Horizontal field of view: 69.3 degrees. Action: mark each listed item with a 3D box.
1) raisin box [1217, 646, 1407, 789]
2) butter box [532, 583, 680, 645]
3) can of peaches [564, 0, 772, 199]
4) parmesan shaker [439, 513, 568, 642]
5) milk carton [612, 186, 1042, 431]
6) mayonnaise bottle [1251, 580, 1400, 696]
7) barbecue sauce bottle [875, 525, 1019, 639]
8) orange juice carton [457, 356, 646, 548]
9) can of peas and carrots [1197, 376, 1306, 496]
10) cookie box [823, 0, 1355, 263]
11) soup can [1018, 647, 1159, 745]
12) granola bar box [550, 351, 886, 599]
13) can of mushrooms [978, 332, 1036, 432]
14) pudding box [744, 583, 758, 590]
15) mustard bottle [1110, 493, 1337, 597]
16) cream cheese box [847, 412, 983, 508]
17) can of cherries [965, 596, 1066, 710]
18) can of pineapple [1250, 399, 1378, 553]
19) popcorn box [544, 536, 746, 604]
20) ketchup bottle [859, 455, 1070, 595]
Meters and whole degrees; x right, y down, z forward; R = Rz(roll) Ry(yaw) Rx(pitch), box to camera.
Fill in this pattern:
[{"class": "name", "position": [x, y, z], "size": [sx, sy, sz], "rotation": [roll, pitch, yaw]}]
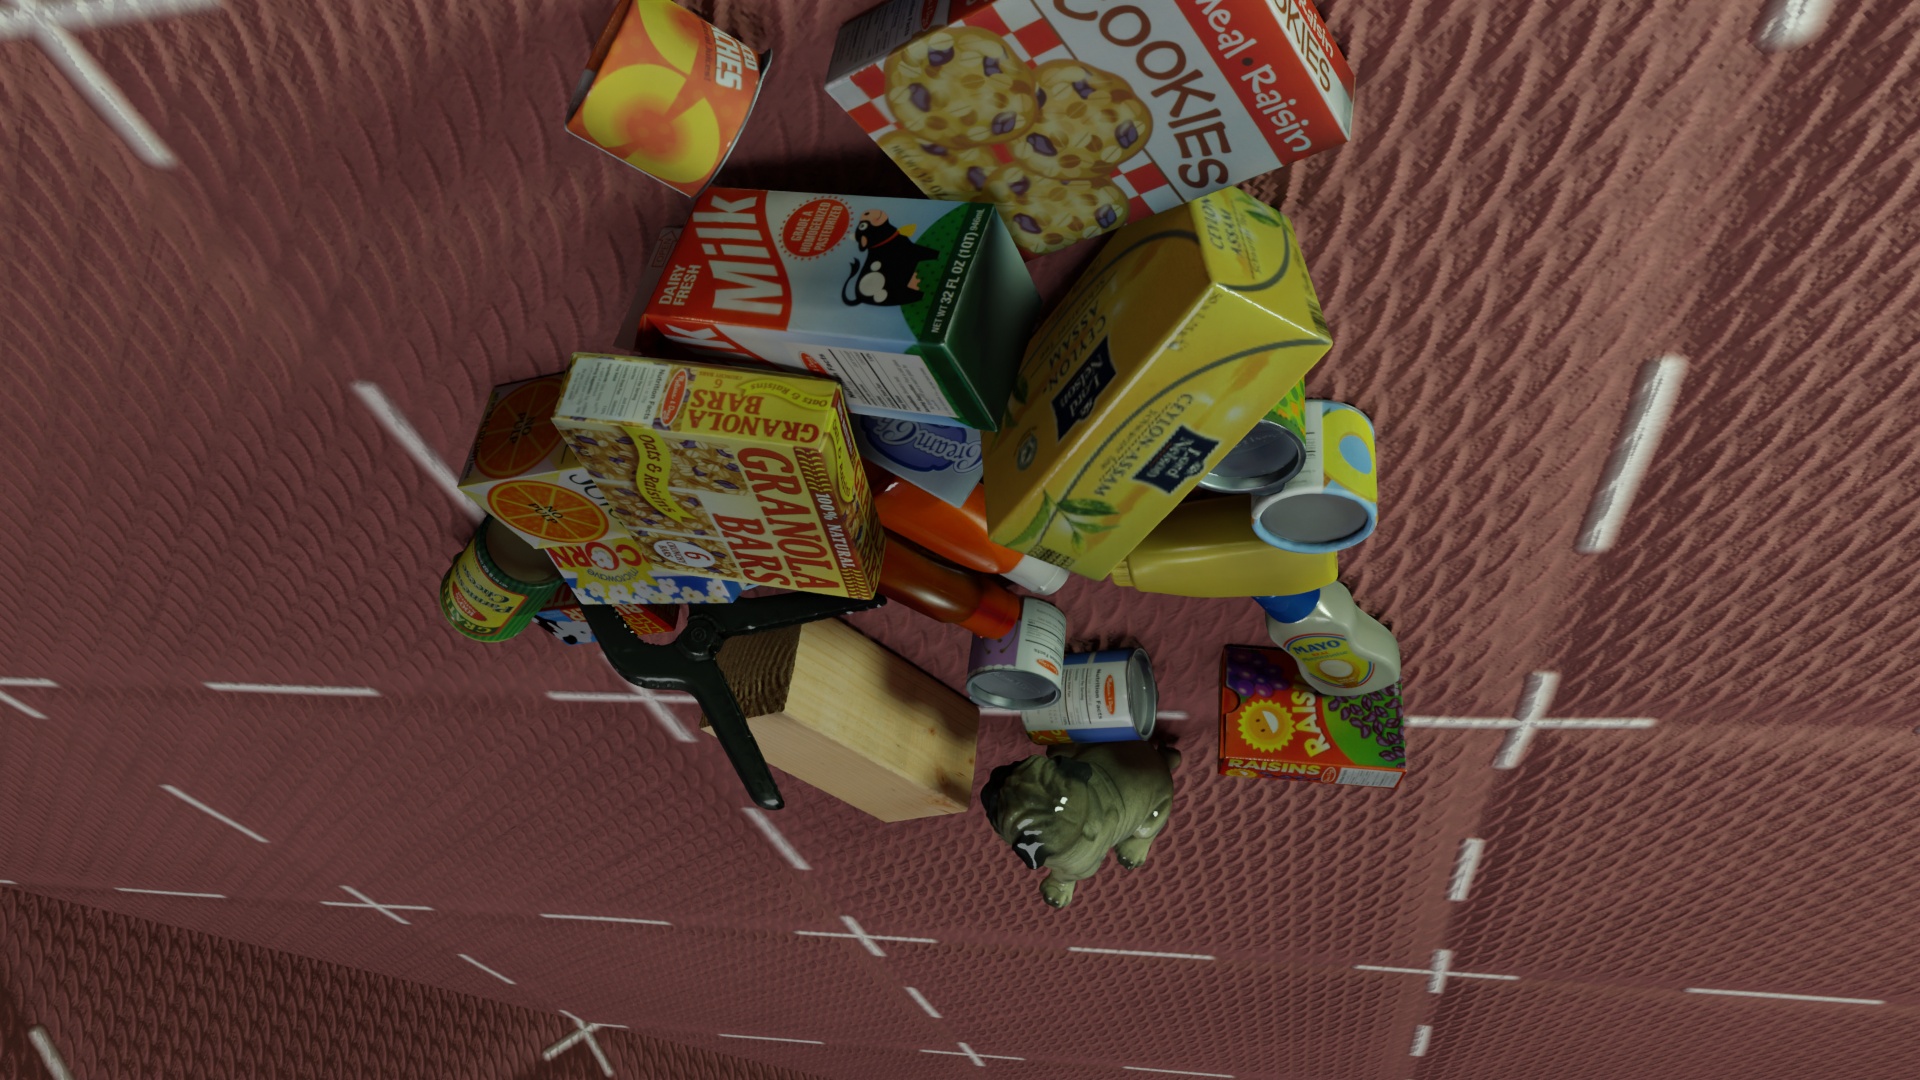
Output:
[{"class": "raisin box", "position": [0.242, 0.123, 0.965], "size": [0.123, 0.086, 0.040], "rotation": [4, 151, 7]}, {"class": "butter box", "position": [-0.262, 0.051, 1.020], "size": [0.103, 0.024, 0.053], "rotation": [-9, 146, 26]}, {"class": "can of peaches", "position": [-0.118, -0.182, 0.557], "size": [0.058, 0.071, 0.071], "rotation": [25, 145, -25]}, {"class": "parmesan shaker", "position": [-0.307, 0.019, 0.938], "size": [0.071, 0.071, 0.102], "rotation": [23, 146, -23]}, {"class": "milk carton", "position": [-0.069, -0.107, 0.626], "size": [0.190, 0.072, 0.073], "rotation": [9, 158, 24]}, {"class": "mayonnaise bottle", "position": [0.229, 0.054, 0.895], "size": [0.064, 0.041, 0.148], "rotation": [-15, 143, 33]}, {"class": "barbecue sauce bottle", "position": [-0.024, 0.024, 0.893], "size": [0.148, 0.043, 0.065], "rotation": [28, -179, -39]}, {"class": "orange juice carton", "position": [-0.178, -0.052, 0.781], "size": [0.192, 0.072, 0.073], "rotation": [-7, 147, 24]}, {"class": "can of peas and carrots", "position": [0.142, -0.064, 0.701], "size": [0.071, 0.059, 0.070], "rotation": [6, 150, 3]}, {"class": "cookie box", "position": [0.051, -0.181, 0.545], "size": [0.167, 0.040, 0.122], "rotation": [-14, 143, 34]}, {"class": "soup can", "position": [0.094, 0.114, 1.004], "size": [0.083, 0.071, 0.071], "rotation": [-7, 146, 24]}, {"class": "granola bar box", "position": [-0.109, -0.027, 0.674], "size": [0.124, 0.039, 0.165], "rotation": [7, 156, 8]}, {"class": "can of mushrooms", "position": [0.041, -0.075, 0.730], "size": [0.071, 0.033, 0.070], "rotation": [6, 148, 4]}, {"class": "pudding box", "position": [-0.128, 0.001, 0.899], "size": [0.083, 0.030, 0.049], "rotation": [-19, 141, 38]}, {"class": "mustard bottle", "position": [0.140, 0.004, 0.826], "size": [0.160, 0.049, 0.065], "rotation": [-4, 146, 20]}, {"class": "cream cheese box", "position": [-0.028, -0.063, 0.750], "size": [0.104, 0.024, 0.053], "rotation": [28, 103, -29]}, {"class": "can of cherries", "position": [0.037, 0.079, 0.966], "size": [0.071, 0.058, 0.071], "rotation": [5, 150, 3]}, {"class": "can of pineapple", "position": [0.190, -0.033, 0.744], "size": [0.071, 0.058, 0.070], "rotation": [5, 149, 3]}, {"class": "popcorn box", "position": [-0.201, -0.002, 0.869], "size": [0.126, 0.038, 0.085], "rotation": [-2, 131, 27]}, {"class": "ketchup bottle", "position": [0.003, -0.010, 0.837], "size": [0.148, 0.044, 0.064], "rotation": [28, 152, -31]}]
